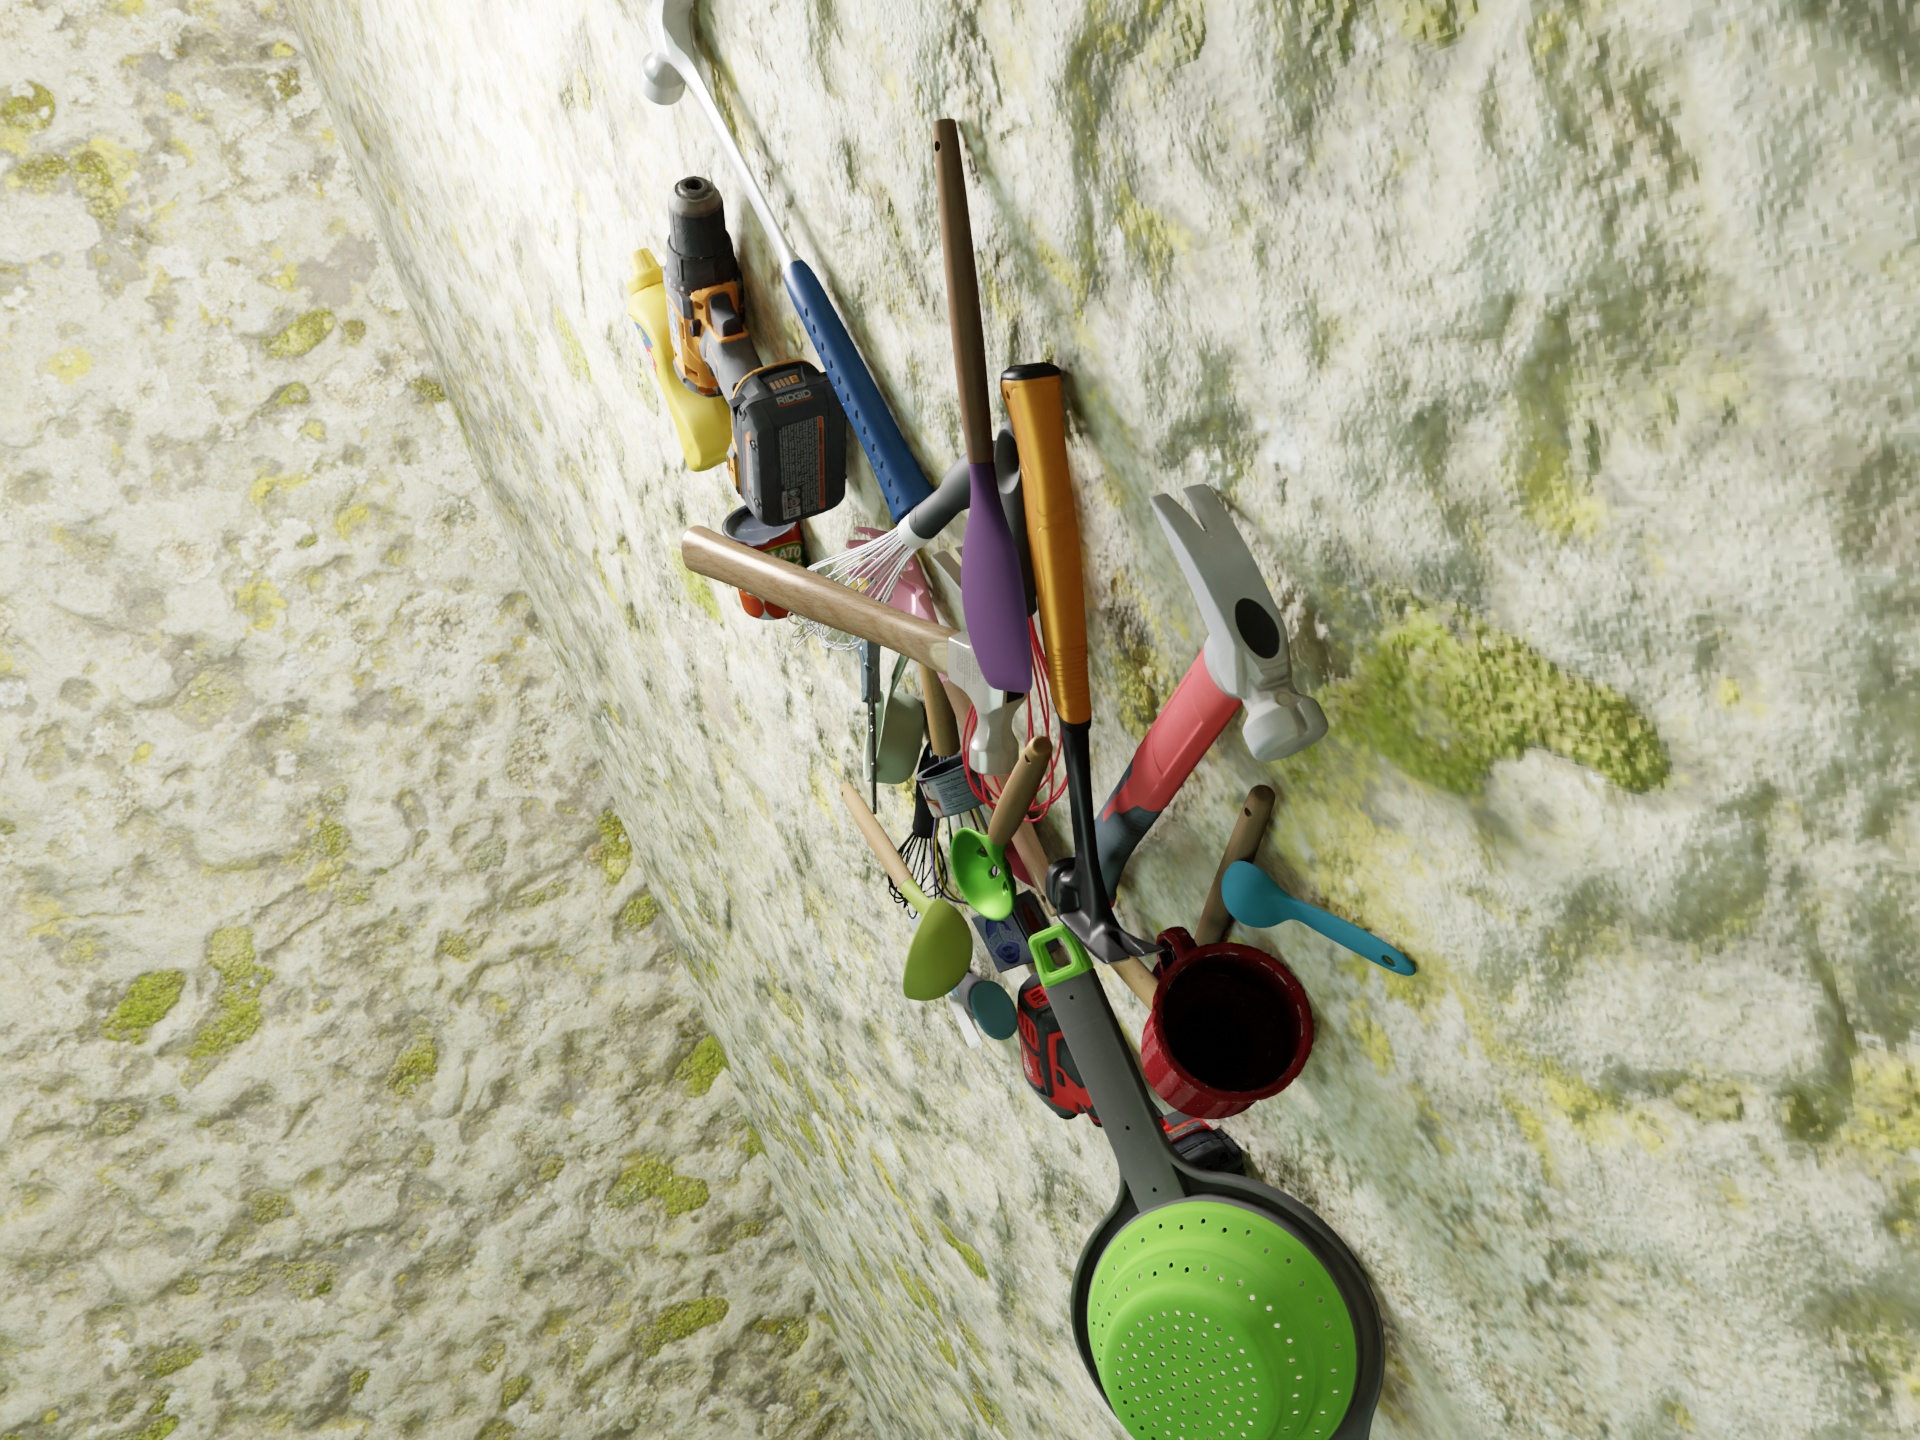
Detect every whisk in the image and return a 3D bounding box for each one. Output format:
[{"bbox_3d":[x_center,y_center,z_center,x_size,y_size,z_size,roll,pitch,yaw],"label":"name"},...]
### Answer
[{"bbox_3d":[0.036,-0.054,0.998,0.073,0.073,0.295,44,145,45],"label":"whisk"},{"bbox_3d":[-0.003,0.041,1.234,0.047,0.051,0.244,14,125,38],"label":"whisk"},{"bbox_3d":[-0.044,-0.113,1.060,0.284,0.070,0.070,-34,81,54],"label":"whisk"},{"bbox_3d":[-0.030,0.092,1.339,0.055,0.055,0.238,53,152,29],"label":"whisk"}]

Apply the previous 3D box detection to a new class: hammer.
[{"bbox_3d":[-0.120,-0.323,1.098,0.405,0.035,0.144,63,160,6],"label":"hammer"},{"bbox_3d":[0.008,0.223,1.321,0.128,0.033,0.331,64,173,1],"label":"hammer"},{"bbox_3d":[0.105,0.019,0.920,0.386,0.038,0.143,110,142,-65],"label":"hammer"},{"bbox_3d":[0.061,-0.031,0.898,0.127,0.034,0.336,-139,39,-71],"label":"hammer"},{"bbox_3d":[-0.080,-0.077,1.053,0.332,0.031,0.130,25,123,41],"label":"hammer"}]

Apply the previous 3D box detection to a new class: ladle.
[{"bbox_3d":[-0.062,0.124,1.303,0.320,0.062,0.078,-130,46,-59],"label":"ladle"},{"bbox_3d":[0.096,0.147,1.085,0.316,0.031,0.069,47,154,47],"label":"ladle"}]

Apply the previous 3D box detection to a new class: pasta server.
[{"bbox_3d":[-0.002,-0.004,1.128,0.316,0.040,0.060,65,149,18],"label":"pasta server"}]

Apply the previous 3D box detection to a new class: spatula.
[{"bbox_3d":[0.007,-0.170,0.890,0.060,0.018,0.316,10,111,52],"label":"spatula"}]

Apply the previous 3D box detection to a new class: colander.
[{"bbox_3d":[0.121,0.321,1.003,0.094,0.204,0.397,-4,-112,-66],"label":"colander"}]

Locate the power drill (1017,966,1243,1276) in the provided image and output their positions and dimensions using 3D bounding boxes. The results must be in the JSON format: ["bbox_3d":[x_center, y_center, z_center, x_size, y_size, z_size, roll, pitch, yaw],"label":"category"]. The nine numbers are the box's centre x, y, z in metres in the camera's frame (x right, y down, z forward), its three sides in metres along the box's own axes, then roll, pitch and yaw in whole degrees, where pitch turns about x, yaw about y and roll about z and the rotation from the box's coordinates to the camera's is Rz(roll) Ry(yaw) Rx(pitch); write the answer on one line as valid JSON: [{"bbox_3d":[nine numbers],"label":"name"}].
[{"bbox_3d":[0.115,0.297,1.176,0.220,0.078,0.143,47,152,48],"label":"power drill"}]

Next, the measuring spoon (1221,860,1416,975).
[{"bbox_3d":[0.184,0.112,0.842,0.129,0.021,0.042,25,146,49],"label":"measuring spoon"}]

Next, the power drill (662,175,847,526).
[{"bbox_3d":[-0.164,-0.282,1.201,0.226,0.084,0.185,58,159,31],"label":"power drill"}]

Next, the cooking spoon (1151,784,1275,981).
[{"bbox_3d":[0.152,0.130,0.970,0.069,0.017,0.318,52,157,28],"label":"cooking spoon"}]

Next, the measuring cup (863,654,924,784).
[{"bbox_3d":[-0.040,-0.017,1.252,0.083,0.038,0.167,-94,20,-47],"label":"measuring cup"}]

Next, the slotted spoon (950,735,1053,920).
[{"bbox_3d":[0.030,0.067,1.009,0.070,0.031,0.313,57,164,14],"label":"slotted spoon"}]
